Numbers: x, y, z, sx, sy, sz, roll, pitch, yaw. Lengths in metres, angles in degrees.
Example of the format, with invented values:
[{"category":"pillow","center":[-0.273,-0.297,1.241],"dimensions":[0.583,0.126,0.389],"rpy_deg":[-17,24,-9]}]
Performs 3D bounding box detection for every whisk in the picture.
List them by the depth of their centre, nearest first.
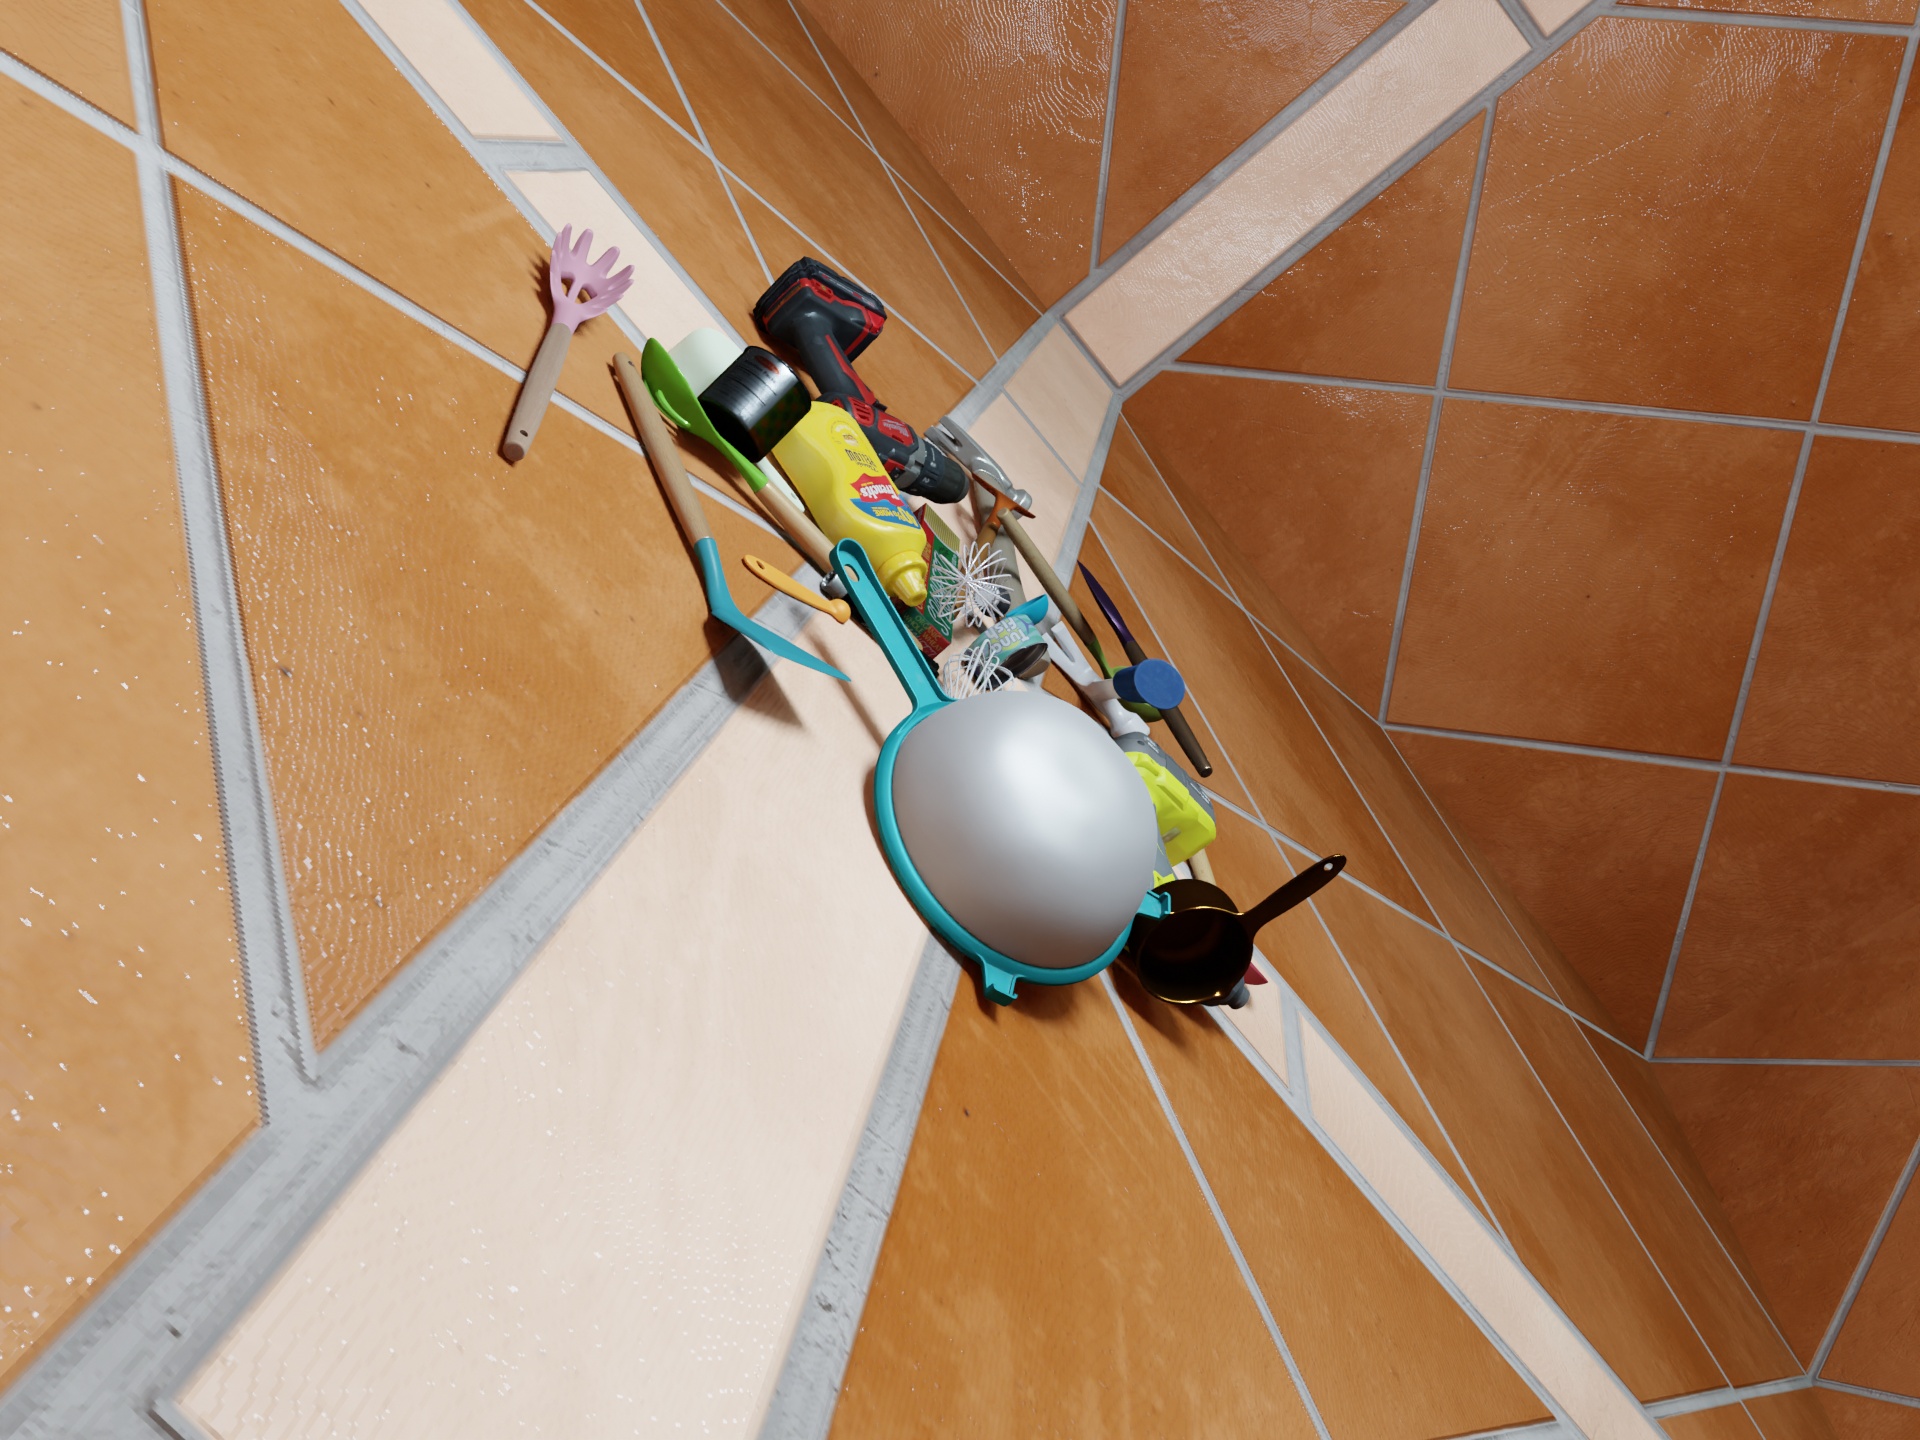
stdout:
[{"category":"whisk","center":[-0.002,-0.004,1.192],"dimensions":[0.059,0.057,0.246],"rpy_deg":[18,24,5]},{"category":"whisk","center":[0.018,-0.104,1.319],"dimensions":[0.070,0.070,0.284],"rpy_deg":[54,5,3]}]

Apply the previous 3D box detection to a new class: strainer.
[{"category":"strainer","center":[0.023,0.003,1.040],"dimensions":[0.211,0.095,0.340],"rpy_deg":[-18,73,-47]}]

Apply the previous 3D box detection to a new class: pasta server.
[{"category":"pasta server","center":[-0.259,-0.247,1.029],"dimensions":[0.060,0.040,0.317],"rpy_deg":[30,27,-22]}]

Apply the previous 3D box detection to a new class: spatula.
[{"category":"spatula","center":[-0.168,-0.140,1.042],"dimensions":[0.082,0.044,0.318],"rpy_deg":[20,36,-54]},{"category":"spatula","center":[0.019,-0.164,1.504],"dimensions":[0.081,0.041,0.323],"rpy_deg":[34,34,-7]},{"category":"spatula","center":[0.170,-0.056,1.508],"dimensions":[0.059,0.018,0.316],"rpy_deg":[43,16,-43]}]

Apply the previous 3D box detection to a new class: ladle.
[{"category":"ladle","center":[0.230,0.143,1.506],"dimensions":[0.069,0.031,0.316],"rpy_deg":[46,18,-28]},{"category":"ladle","center":[0.127,-0.105,1.588],"dimensions":[0.319,0.062,0.078],"rpy_deg":[51,7,-38]}]

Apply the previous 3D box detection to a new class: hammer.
[{"category":"hammer","center":[0.138,-0.033,1.399],"dimensions":[0.144,0.035,0.405],"rpy_deg":[50,-1,-1]},{"category":"hammer","center":[0.035,-0.175,1.606],"dimensions":[0.146,0.038,0.411],"rpy_deg":[41,22,-27]}]

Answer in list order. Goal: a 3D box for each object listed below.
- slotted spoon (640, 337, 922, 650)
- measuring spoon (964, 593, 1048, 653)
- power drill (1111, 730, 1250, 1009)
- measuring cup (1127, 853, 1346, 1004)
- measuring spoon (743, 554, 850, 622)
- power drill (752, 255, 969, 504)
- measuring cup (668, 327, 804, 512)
[{"category":"slotted spoon","center":[-0.130,-0.155,1.182],"dimensions":[0.313,0.031,0.070],"rpy_deg":[47,-9,-25]},{"category":"measuring spoon","center":[0.042,-0.078,1.412],"dimensions":[0.128,0.042,0.021],"rpy_deg":[-40,104,-49]},{"category":"power drill","center":[0.168,0.127,1.314],"dimensions":[0.171,0.080,0.223],"rpy_deg":[42,25,-27]},{"category":"measuring cup","center":[0.201,0.136,1.167],"dimensions":[0.095,0.173,0.052],"rpy_deg":[52,8,-27]},{"category":"measuring spoon","center":[-0.115,-0.096,1.139],"dimensions":[0.116,0.011,0.021],"rpy_deg":[27,31,-52]},{"category":"power drill","center":[-0.086,-0.301,1.465],"dimensions":[0.187,0.080,0.227],"rpy_deg":[18,41,-48]},{"category":"measuring cup","center":[-0.162,-0.237,1.239],"dimensions":[0.167,0.038,0.083],"rpy_deg":[53,18,7]}]
